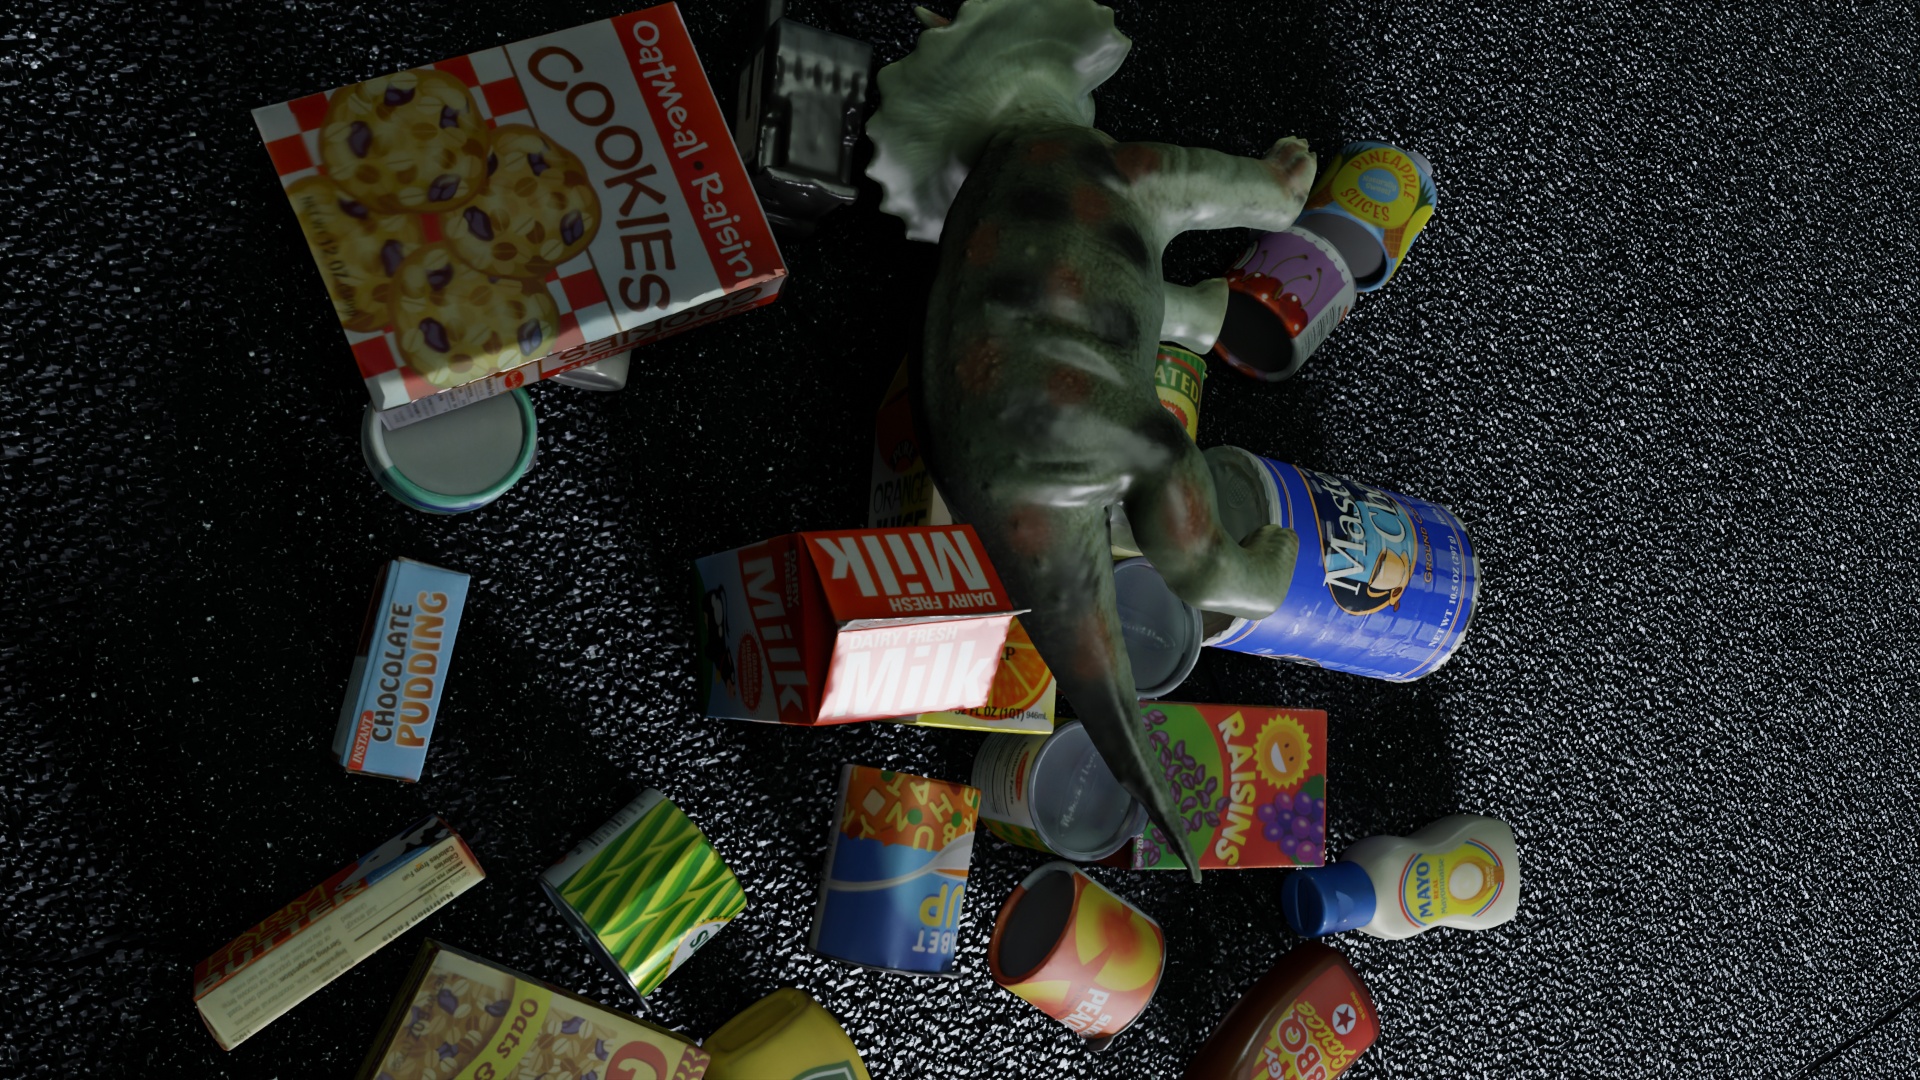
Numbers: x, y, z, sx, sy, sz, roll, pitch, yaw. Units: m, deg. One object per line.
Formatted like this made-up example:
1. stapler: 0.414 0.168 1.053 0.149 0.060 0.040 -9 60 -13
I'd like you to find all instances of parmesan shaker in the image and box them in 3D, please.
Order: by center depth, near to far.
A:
1. parmesan shaker: 0.089 -0.042 0.707 0.071 0.071 0.103 12 80 -26

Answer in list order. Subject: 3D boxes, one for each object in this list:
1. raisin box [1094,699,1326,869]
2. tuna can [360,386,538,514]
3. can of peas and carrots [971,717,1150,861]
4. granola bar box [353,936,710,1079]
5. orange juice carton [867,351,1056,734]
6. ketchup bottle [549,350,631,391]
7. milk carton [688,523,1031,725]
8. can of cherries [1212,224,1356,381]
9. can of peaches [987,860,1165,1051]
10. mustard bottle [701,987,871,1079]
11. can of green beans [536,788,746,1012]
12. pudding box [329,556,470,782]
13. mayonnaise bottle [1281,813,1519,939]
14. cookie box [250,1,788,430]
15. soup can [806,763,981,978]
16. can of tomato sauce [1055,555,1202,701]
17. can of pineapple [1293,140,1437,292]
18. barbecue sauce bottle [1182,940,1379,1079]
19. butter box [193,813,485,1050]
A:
1. raisin box: 0.132 0.128 0.729 0.123 0.040 0.086 6 82 -26
2. tuna can: -0.208 -0.044 0.573 0.071 0.033 0.071 3 84 -27
3. can of peas and carrots: 0.049 0.119 0.675 0.071 0.058 0.071 2 85 -28
4. granola bar box: -0.192 0.259 0.548 0.124 0.039 0.166 30 72 -21
5. orange juice carton: 0.002 -0.008 0.656 0.072 0.073 0.193 8 81 -26
6. ketchup bottle: -0.153 -0.141 0.605 0.065 0.043 0.149 10 81 -21
7. milk carton: -0.048 0.034 0.559 0.072 0.190 0.073 -3 86 -28
8. can of cherries: 0.170 -0.131 0.761 0.058 0.071 0.071 -46 106 -22
9. can of peaches: 0.054 0.198 0.665 0.058 0.071 0.071 38 70 -19
10. mustard bottle: -0.055 0.278 0.611 0.065 0.048 0.160 -30 99 -25
11. can of green beans: -0.131 0.146 0.575 0.058 0.071 0.071 -39 103 -25
12. pudding box: -0.221 0.050 0.547 0.030 0.049 0.084 16 78 -27
13. mayonnaise bottle: 0.249 0.194 0.781 0.148 0.041 0.064 -2 88 -28
14. cookie box: -0.169 -0.131 0.553 0.168 0.040 0.123 -23 89 -18
15. soup can: -0.026 0.148 0.627 0.071 0.071 0.084 16 78 -25
16. can of tomato sauce: 0.066 0.045 0.677 0.071 0.083 0.071 3 84 -27
17. can of pineapple: 0.229 -0.185 0.793 0.071 0.071 0.058 43 68 -18
18. barbecue sauce bottle: 0.151 0.276 0.721 0.149 0.043 0.064 -32 101 -26
19. butter box: -0.237 0.145 0.528 0.104 0.053 0.024 -34 104 -25
